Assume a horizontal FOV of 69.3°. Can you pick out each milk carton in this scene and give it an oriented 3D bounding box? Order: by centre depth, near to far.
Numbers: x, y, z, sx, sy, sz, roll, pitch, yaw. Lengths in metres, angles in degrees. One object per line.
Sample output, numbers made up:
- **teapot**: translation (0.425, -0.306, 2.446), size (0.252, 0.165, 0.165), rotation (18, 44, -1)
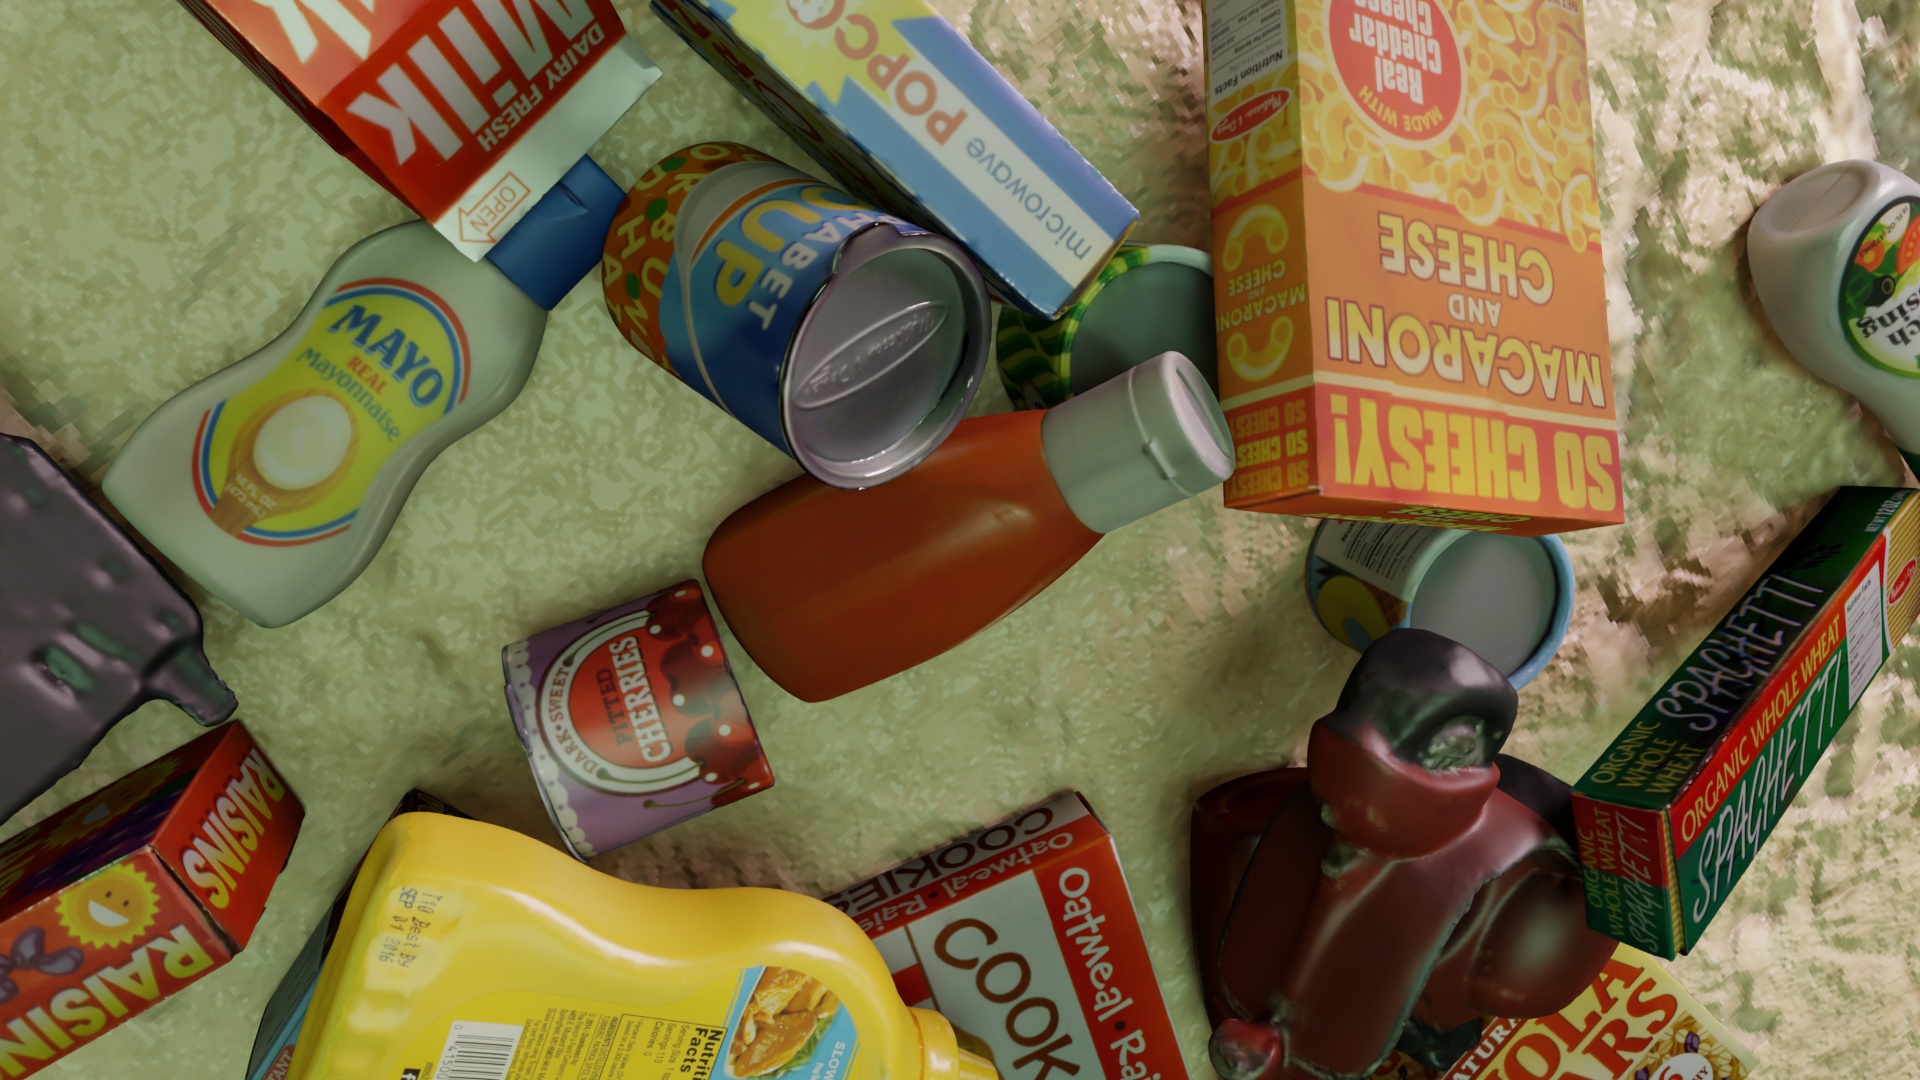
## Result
- **milk carton**: translation (-0.161, -0.157, 0.317), size (0.190, 0.073, 0.072), rotation (44, 81, -19)

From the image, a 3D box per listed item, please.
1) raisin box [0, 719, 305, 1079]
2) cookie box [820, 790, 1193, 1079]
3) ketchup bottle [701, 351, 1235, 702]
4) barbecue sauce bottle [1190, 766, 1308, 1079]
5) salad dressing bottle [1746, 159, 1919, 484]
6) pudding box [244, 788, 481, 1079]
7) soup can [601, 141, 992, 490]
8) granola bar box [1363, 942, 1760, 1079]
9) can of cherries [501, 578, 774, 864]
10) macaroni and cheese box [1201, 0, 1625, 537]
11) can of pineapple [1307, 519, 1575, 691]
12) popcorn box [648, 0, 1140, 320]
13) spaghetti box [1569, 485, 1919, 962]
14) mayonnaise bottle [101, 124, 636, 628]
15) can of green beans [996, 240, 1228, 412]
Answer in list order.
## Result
- **raisin box**: translation (-0.242, 0.105, 0.359), size (0.123, 0.086, 0.040), rotation (-30, 108, -7)
- **cookie box**: translation (-0.013, 0.173, 0.466), size (0.168, 0.040, 0.122), rotation (-22, 108, -9)
- **ketchup bottle**: translation (0.001, -0.005, 0.384), size (0.148, 0.044, 0.064), rotation (-24, 111, 27)
- **barbecue sauce bottle**: translation (0.114, 0.158, 0.495), size (0.065, 0.044, 0.148), rotation (-9, 106, -22)
- **salad dressing bottle**: translation (0.342, -0.069, 0.503), size (0.064, 0.044, 0.147), rotation (-47, 111, -2)
- **pudding box**: translation (-0.171, 0.121, 0.403), size (0.030, 0.050, 0.083), rotation (32, 93, -22)
- **soup can**: translation (-0.044, -0.063, 0.359), size (0.071, 0.084, 0.071), rotation (-28, 135, -32)
- **granola bar box**: translation (0.214, 0.226, 0.543), size (0.124, 0.039, 0.165), rotation (41, 91, -21)
- **can of cherries**: translation (-0.091, 0.050, 0.396), size (0.058, 0.071, 0.071), rotation (-20, 108, -10)
- **macaroni and cheese box**: translation (0.130, -0.088, 0.398), size (0.124, 0.040, 0.166), rotation (4, 81, -30)
- **can of pineapple**: translation (0.161, 0.017, 0.466), size (0.071, 0.058, 0.070), rotation (-4, 105, -15)
- **popcorn box**: translation (-0.020, -0.115, 0.367), size (0.126, 0.085, 0.038), rotation (39, 92, -21)
- **spaghetti box**: translation (0.270, 0.047, 0.460), size (0.251, 0.028, 0.050), rotation (-28, 112, -37)
- **mayonnaise bottle**: translation (-0.150, -0.048, 0.370), size (0.148, 0.041, 0.064), rotation (-45, 103, -2)
- **can of green beans**: translation (0.050, -0.056, 0.416), size (0.071, 0.058, 0.071), rotation (-4, 105, -15)
